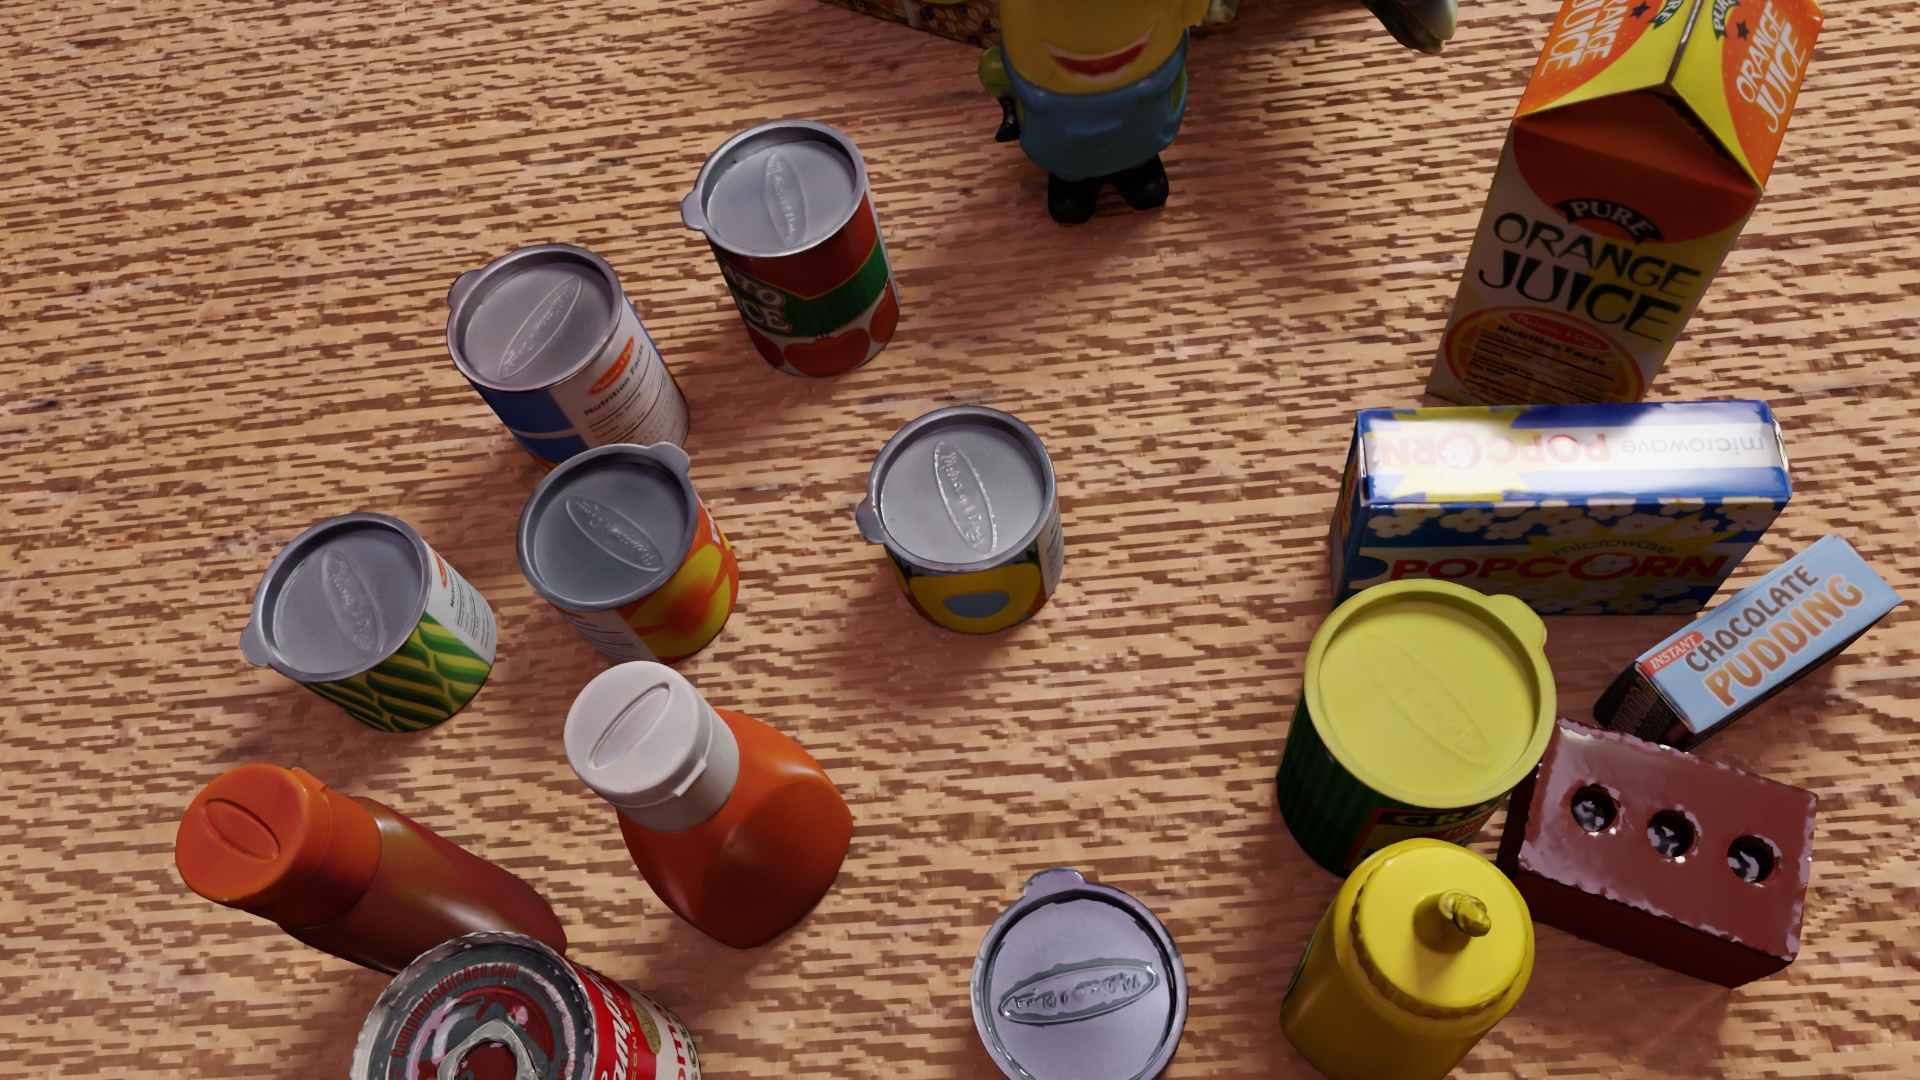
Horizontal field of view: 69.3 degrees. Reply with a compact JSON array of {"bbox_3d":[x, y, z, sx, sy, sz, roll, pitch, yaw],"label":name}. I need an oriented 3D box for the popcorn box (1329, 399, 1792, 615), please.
[{"bbox_3d":[0.192,-0.008,0.462,0.127,0.085,0.038,-1,63,8],"label":"popcorn box"}]

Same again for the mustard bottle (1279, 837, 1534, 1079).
[{"bbox_3d":[0.120,0.110,0.369,0.049,0.159,0.065,32,72,21],"label":"mustard bottle"}]

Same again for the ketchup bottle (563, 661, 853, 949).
[{"bbox_3d":[-0.074,0.080,0.418,0.043,0.148,0.065,35,73,22],"label":"ketchup bottle"}]

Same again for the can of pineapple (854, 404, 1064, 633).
[{"bbox_3d":[0.002,-0.006,0.503,0.071,0.057,0.071,-3,63,6],"label":"can of pineapple"}]

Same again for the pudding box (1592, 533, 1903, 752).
[{"bbox_3d":[0.253,0.037,0.450,0.084,0.049,0.030,-30,63,-7],"label":"pudding box"}]

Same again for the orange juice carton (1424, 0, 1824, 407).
[{"bbox_3d":[0.213,-0.114,0.453,0.073,0.192,0.072,23,69,18],"label":"orange juice carton"}]

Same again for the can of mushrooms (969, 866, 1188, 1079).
[{"bbox_3d":[0.037,0.141,0.436,0.071,0.033,0.071,-3,63,6],"label":"can of mushrooms"}]

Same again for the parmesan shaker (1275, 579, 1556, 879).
[{"bbox_3d":[0.136,0.062,0.424,0.071,0.102,0.071,-3,63,6],"label":"parmesan shaker"}]

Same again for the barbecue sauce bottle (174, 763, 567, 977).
[{"bbox_3d":[-0.174,0.106,0.419,0.065,0.148,0.044,27,70,19],"label":"barbecue sauce bottle"}]

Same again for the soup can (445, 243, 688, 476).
[{"bbox_3d":[-0.151,-0.065,0.540,0.071,0.083,0.071,-3,63,6],"label":"soup can"}]

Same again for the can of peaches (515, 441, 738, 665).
[{"bbox_3d":[-0.119,0.005,0.514,0.071,0.058,0.071,-3,63,6],"label":"can of peaches"}]

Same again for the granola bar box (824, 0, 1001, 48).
[{"bbox_3d":[0.001,-0.275,0.603,0.166,0.123,0.039,22,69,18],"label":"granola bar box"}]

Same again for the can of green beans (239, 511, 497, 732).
[{"bbox_3d":[-0.214,0.031,0.514,0.071,0.057,0.071,-3,63,6],"label":"can of green beans"}]

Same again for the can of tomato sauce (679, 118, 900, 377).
[{"bbox_3d":[-0.064,-0.113,0.553,0.071,0.082,0.071,-3,63,6],"label":"can of tomato sauce"}]
